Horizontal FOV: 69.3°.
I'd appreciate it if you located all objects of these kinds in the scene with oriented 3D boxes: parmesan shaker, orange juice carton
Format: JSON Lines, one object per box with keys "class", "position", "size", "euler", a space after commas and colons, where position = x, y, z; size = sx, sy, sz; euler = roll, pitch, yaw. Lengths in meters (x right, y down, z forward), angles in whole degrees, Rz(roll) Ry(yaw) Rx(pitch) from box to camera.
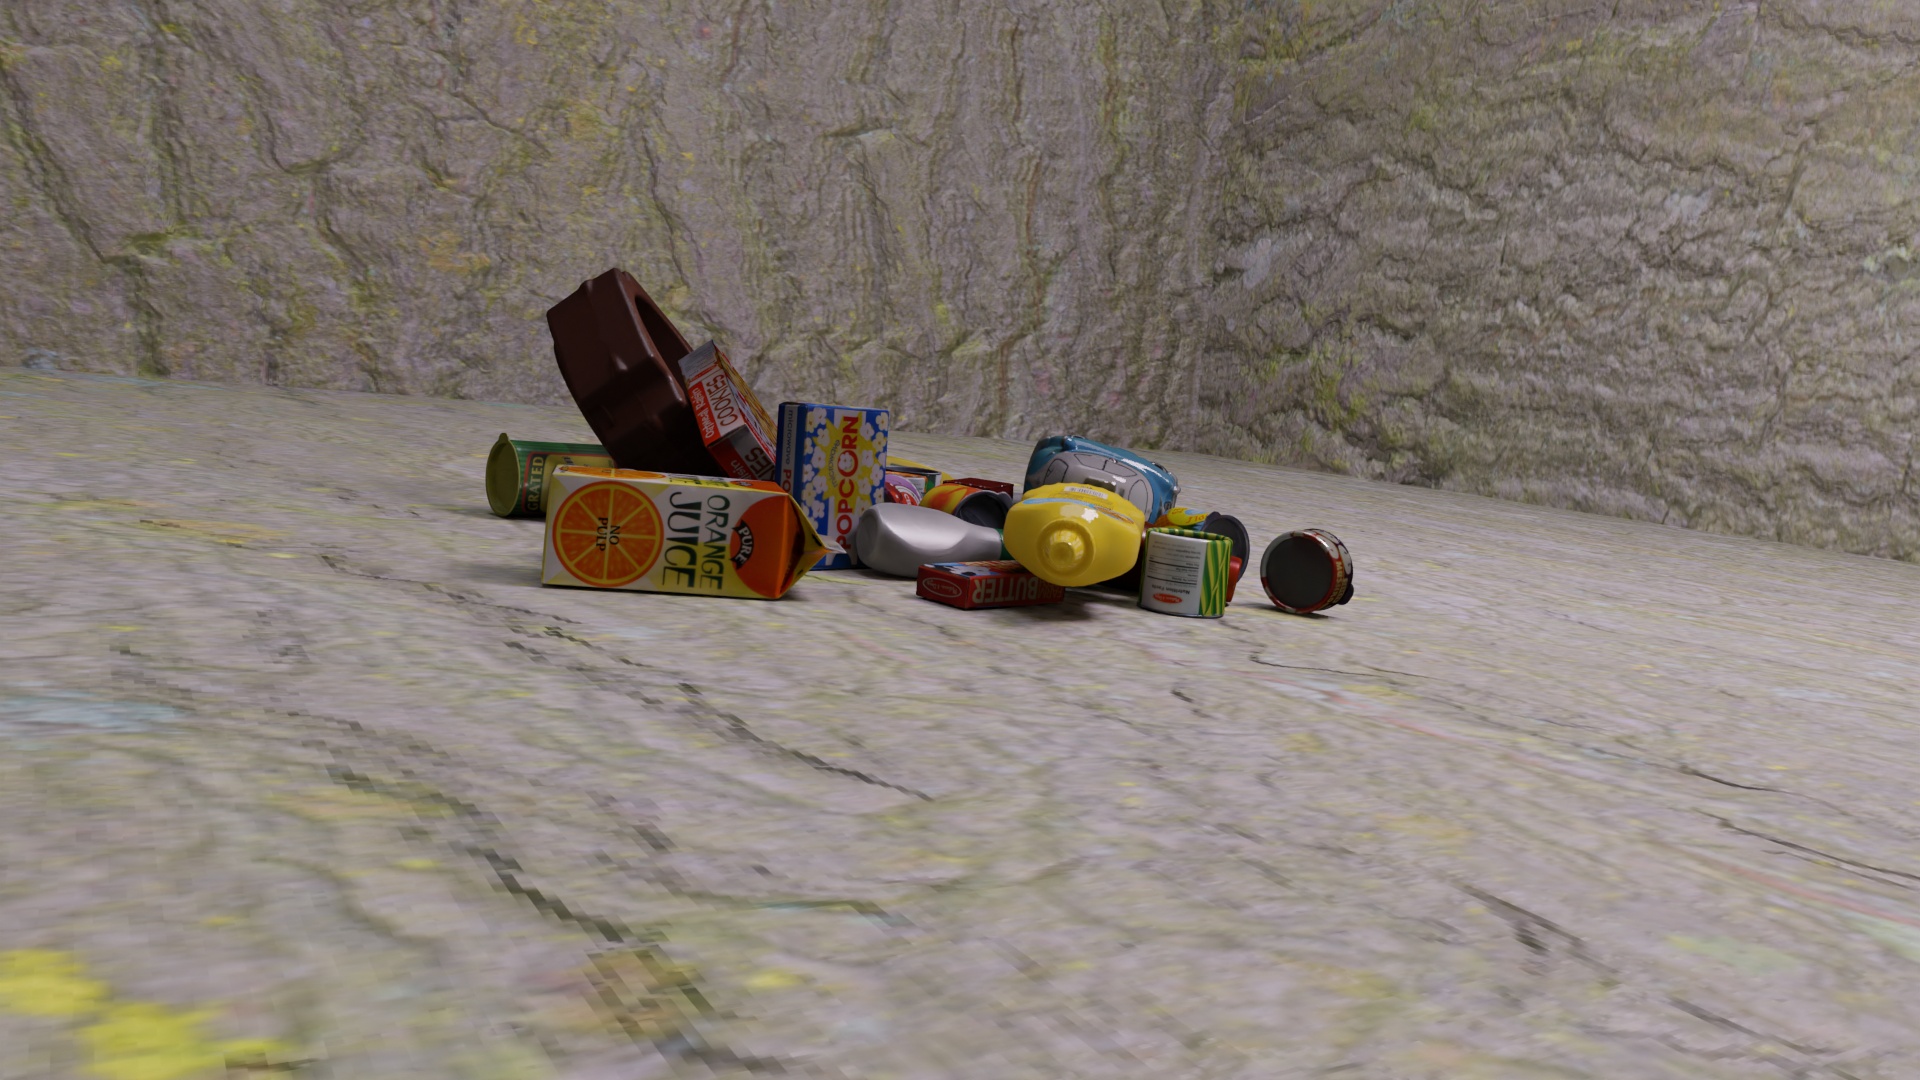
{"class": "parmesan shaker", "position": [-0.349, -0.056, 1.207], "size": [0.103, 0.071, 0.071], "euler": [0, 9, -42]}
{"class": "orange juice carton", "position": [-0.176, -0.005, 0.927], "size": [0.193, 0.073, 0.072], "euler": [5, 6, -15]}

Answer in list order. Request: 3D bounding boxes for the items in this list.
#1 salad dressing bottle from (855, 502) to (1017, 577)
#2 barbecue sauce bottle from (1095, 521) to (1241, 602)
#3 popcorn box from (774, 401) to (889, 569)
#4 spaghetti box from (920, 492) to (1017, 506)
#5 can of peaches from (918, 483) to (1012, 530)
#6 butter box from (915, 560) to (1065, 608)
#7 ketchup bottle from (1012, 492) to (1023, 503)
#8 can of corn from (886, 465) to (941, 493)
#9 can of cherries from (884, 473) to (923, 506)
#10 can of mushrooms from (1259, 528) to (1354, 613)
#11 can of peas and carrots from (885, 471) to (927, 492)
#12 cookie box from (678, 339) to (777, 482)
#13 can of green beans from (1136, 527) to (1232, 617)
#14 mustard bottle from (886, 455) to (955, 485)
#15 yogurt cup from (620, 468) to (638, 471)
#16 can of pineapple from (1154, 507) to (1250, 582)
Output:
{"class": "salad dressing bottle", "position": [-0.008, 0.004, 1.093], "size": [0.148, 0.043, 0.064], "euler": [8, 38, -30]}
{"class": "barbecue sauce bottle", "position": [0.147, 0.014, 1.108], "size": [0.148, 0.064, 0.044], "euler": [15, 41, 10]}
{"class": "popcorn box", "position": [-0.101, -0.043, 1.081], "size": [0.038, 0.126, 0.085], "euler": [8, 6, 43]}
{"class": "spaghetti box", "position": [-0.062, -0.023, 1.264], "size": [0.250, 0.050, 0.029], "euler": [7, 8, 11]}
{"class": "can of peaches", "position": [0.004, -0.015, 1.173], "size": [0.071, 0.071, 0.058], "euler": [1, 7, -34]}
{"class": "butter box", "position": [0.023, 0.031, 0.998], "size": [0.104, 0.024, 0.053], "euler": [-1, 10, -44]}
{"class": "ketchup bottle", "position": [0.104, -0.032, 1.506], "size": [0.149, 0.043, 0.065], "euler": [3, 6, -21]}
{"class": "can of corn", "position": [-0.057, -0.044, 1.410], "size": [0.071, 0.058, 0.071], "euler": [6, 7, -1]}
{"class": "can of cherries", "position": [-0.069, -0.024, 1.194], "size": [0.071, 0.071, 0.058], "euler": [8, 7, 21]}
{"class": "can of mushrooms", "position": [0.273, 0.025, 1.090], "size": [0.071, 0.071, 0.033], "euler": [11, 8, 37]}
{"class": "can of peas and carrots", "position": [-0.068, -0.035, 1.327], "size": [0.071, 0.058, 0.071], "euler": [6, 6, -1]}
{"class": "cookie box", "position": [-0.180, -0.082, 1.176], "size": [0.040, 0.122, 0.168], "euler": [-32, 36, 2]}
{"class": "can of green beans", "position": [0.169, 0.023, 1.045], "size": [0.071, 0.057, 0.071], "euler": [6, 7, -1]}
{"class": "mustard bottle", "position": [-0.048, -0.054, 1.488], "size": [0.160, 0.065, 0.049], "euler": [6, 1, -36]}
{"class": "yogurt cup", "position": [-0.237, -0.012, 0.983], "size": [0.072, 0.072, 0.054], "euler": [4, 15, -18]}
{"class": "can of pineapple", "position": [0.200, 0.005, 1.171], "size": [0.071, 0.071, 0.058], "euler": [1, 7, -35]}
